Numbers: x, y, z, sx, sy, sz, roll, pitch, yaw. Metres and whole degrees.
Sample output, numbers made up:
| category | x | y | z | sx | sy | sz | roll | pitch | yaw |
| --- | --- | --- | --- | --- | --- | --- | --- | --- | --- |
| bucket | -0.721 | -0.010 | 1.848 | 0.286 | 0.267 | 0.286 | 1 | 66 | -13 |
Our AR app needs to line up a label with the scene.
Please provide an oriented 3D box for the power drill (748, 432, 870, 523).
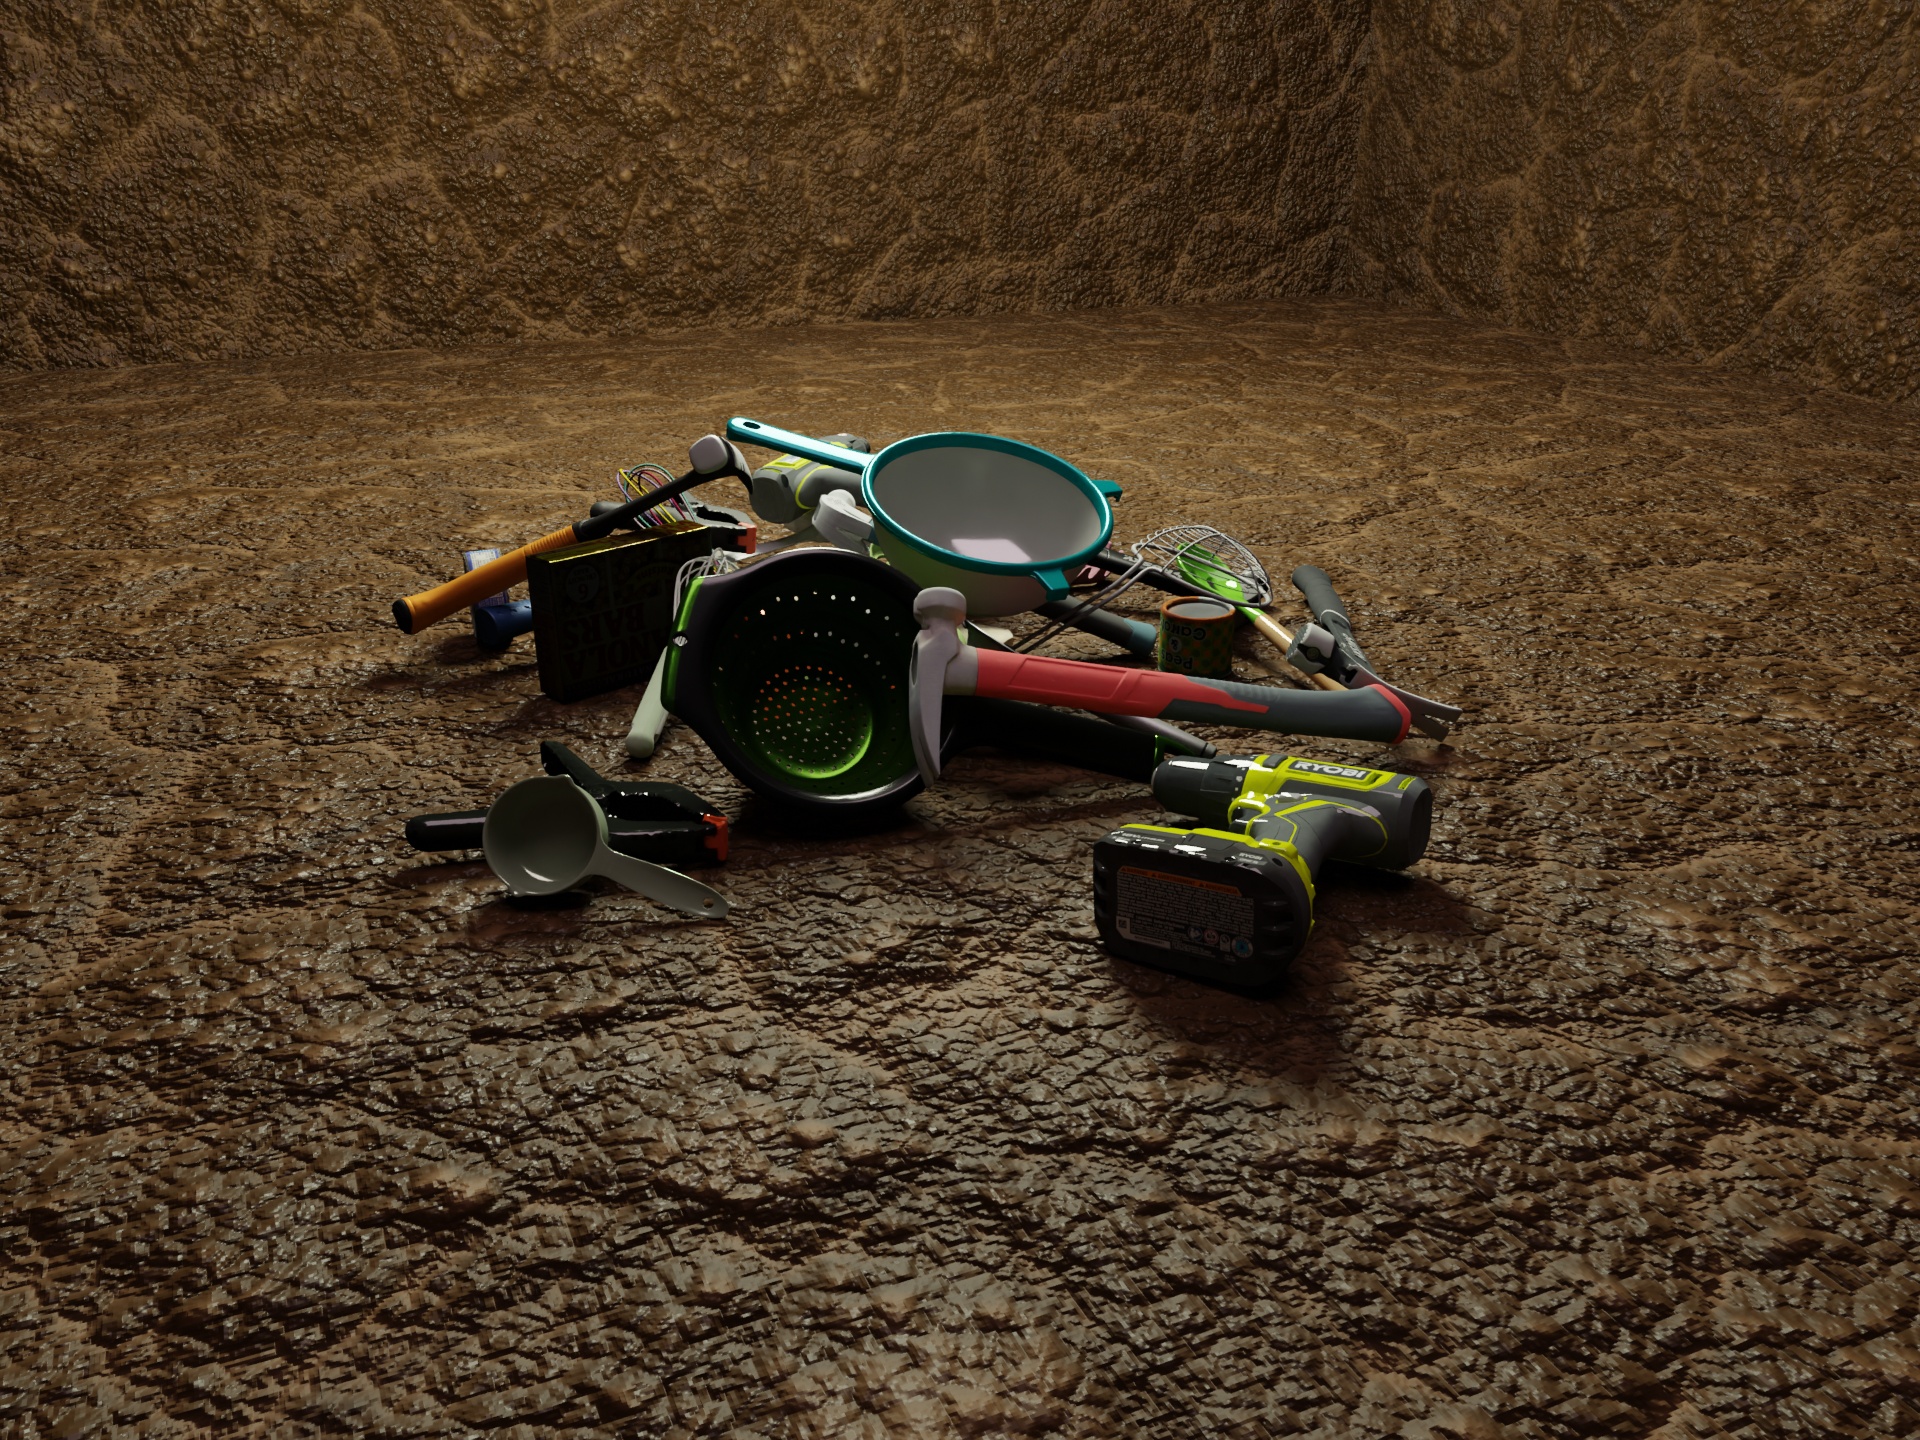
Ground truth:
| category | x | y | z | sx | sy | sz | roll | pitch | yaw |
| --- | --- | --- | --- | --- | --- | --- | --- | --- | --- |
| power drill | -0.076 | -0.242 | 1.586 | 0.223 | 0.080 | 0.171 | 11 | 32 | 30 |

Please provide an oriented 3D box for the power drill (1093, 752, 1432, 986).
| category | x | y | z | sx | sy | sz | roll | pitch | yaw |
| --- | --- | --- | --- | --- | --- | --- | --- | --- | --- |
| power drill | 0.178 | 0.079 | 1.024 | 0.191 | 0.080 | 0.228 | 9 | 21 | 32 |

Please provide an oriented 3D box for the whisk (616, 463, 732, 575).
| category | x | y | z | sx | sy | sz | roll | pitch | yaw |
| --- | --- | --- | --- | --- | --- | --- | --- | --- | --- |
| whisk | -0.230 | -0.147 | 1.458 | 0.051 | 0.047 | 0.245 | -39 | 79 | -24 |

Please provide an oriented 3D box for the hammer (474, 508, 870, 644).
| category | x | y | z | sx | sy | sz | roll | pitch | yaw |
| --- | --- | --- | --- | --- | --- | --- | --- | --- | --- |
| hammer | -0.263 | -0.140 | 1.511 | 0.405 | 0.035 | 0.144 | -22 | 32 | -38 |

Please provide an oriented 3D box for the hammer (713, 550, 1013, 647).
| category | x | y | z | sx | sy | sz | roll | pitch | yaw |
| --- | --- | --- | --- | --- | --- | --- | --- | --- | --- |
| hammer | -0.134 | -0.101 | 1.508 | 0.411 | 0.038 | 0.146 | 15 | 28 | 32 |

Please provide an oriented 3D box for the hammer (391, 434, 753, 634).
| category | x | y | z | sx | sy | sz | roll | pitch | yaw |
| --- | --- | --- | --- | --- | --- | --- | --- | --- | --- |
| hammer | -0.342 | -0.158 | 1.396 | 0.337 | 0.034 | 0.127 | -25 | -3 | 4 |

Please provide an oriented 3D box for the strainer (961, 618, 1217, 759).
| category | x | y | z | sx | sy | sz | roll | pitch | yaw |
| --- | --- | --- | --- | --- | --- | --- | --- | --- | --- |
| strainer | 0.093 | -0.017 | 1.223 | 0.258 | 0.050 | 0.087 | 26 | 2 | 9 |

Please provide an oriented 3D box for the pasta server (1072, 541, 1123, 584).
| category | x | y | z | sx | sy | sz | roll | pitch | yaw |
| --- | --- | --- | --- | --- | --- | --- | --- | --- | --- |
| pasta server | 0.031 | -0.152 | 1.587 | 0.316 | 0.040 | 0.060 | -6 | 34 | -34 |

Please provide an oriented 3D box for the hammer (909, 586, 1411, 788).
| category | x | y | z | sx | sy | sz | roll | pitch | yaw |
| --- | --- | --- | --- | --- | --- | --- | --- | --- | --- |
| hammer | 0.152 | -0.003 | 1.162 | 0.386 | 0.143 | 0.038 | 7 | -23 | -15 |

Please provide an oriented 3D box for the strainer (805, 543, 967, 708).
| category | x | y | z | sx | sy | sz | roll | pitch | yaw |
| --- | --- | --- | --- | --- | --- | --- | --- | --- | --- |
| strainer | -0.072 | -0.110 | 1.408 | 0.151 | 0.069 | 0.257 | -4 | 37 | 1 |

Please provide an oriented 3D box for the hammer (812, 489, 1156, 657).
| category | x | y | z | sx | sy | sz | roll | pitch | yaw |
| --- | --- | --- | --- | --- | --- | --- | --- | --- | --- |
| hammer | 0.022 | -0.131 | 1.445 | 0.331 | 0.033 | 0.128 | 22 | 16 | -1 |

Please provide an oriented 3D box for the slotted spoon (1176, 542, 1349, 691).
| category | x | y | z | sx | sy | sz | roll | pitch | yaw |
| --- | --- | --- | --- | --- | --- | --- | --- | --- | --- |
| slotted spoon | 0.278 | -0.076 | 1.406 | 0.070 | 0.031 | 0.314 | 10 | 26 | -32 |

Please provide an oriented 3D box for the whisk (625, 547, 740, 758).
| category | x | y | z | sx | sy | sz | roll | pitch | yaw |
| --- | --- | --- | --- | --- | --- | --- | --- | --- | --- |
| whisk | -0.229 | -0.059 | 1.308 | 0.059 | 0.057 | 0.247 | 16 | 45 | -4 |

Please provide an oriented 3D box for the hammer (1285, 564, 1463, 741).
| category | x | y | z | sx | sy | sz | roll | pitch | yaw |
| --- | --- | --- | --- | --- | --- | --- | --- | --- | --- |
| hammer | 0.344 | -0.081 | 1.424 | 0.149 | 0.036 | 0.409 | 29 | 18 | -4 |

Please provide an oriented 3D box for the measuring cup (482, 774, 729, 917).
| category | x | y | z | sx | sy | sz | roll | pitch | yaw |
| --- | --- | --- | --- | --- | --- | --- | --- | --- | --- |
| measuring cup | -0.223 | 0.092 | 1.021 | 0.167 | 0.083 | 0.038 | 21 | -6 | 4 |

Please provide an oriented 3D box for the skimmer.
| category | x | y | z | sx | sy | sz | roll | pitch | yaw |
| --- | --- | --- | --- | --- | --- | --- | --- | --- | --- |
| skimmer | 0.099 | -0.062 | 1.330 | 0.363 | 0.090 | 0.127 | -31 | 42 | -15 |

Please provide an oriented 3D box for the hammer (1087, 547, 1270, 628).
| category | x | y | z | sx | sy | sz | roll | pitch | yaw |
| --- | --- | --- | --- | --- | --- | --- | --- | --- | --- |
| hammer | 0.132 | -0.162 | 1.581 | 0.335 | 0.035 | 0.146 | 21 | 30 | 17 |

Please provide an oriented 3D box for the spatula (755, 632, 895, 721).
| category | x | y | z | sx | sy | sz | roll | pitch | yaw |
| --- | --- | --- | --- | --- | --- | --- | --- | --- | --- |
| spatula | -0.002 | -0.004 | 1.241 | 0.322 | 0.081 | 0.041 | 14 | -18 | 7 |

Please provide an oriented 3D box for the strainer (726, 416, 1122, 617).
| category | x | y | z | sx | sy | sz | roll | pitch | yaw |
| --- | --- | --- | --- | --- | --- | --- | --- | --- | --- |
| strainer | -0.044 | -0.170 | 1.345 | 0.340 | 0.095 | 0.211 | 18 | 38 | 10 |

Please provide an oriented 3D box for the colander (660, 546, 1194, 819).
| category | x | y | z | sx | sy | sz | roll | pitch | yaw |
| --- | --- | --- | --- | --- | --- | --- | --- | --- | --- |
| colander | -0.024 | 0.003 | 1.181 | 0.397 | 0.205 | 0.094 | 14 | -23 | -11 |
